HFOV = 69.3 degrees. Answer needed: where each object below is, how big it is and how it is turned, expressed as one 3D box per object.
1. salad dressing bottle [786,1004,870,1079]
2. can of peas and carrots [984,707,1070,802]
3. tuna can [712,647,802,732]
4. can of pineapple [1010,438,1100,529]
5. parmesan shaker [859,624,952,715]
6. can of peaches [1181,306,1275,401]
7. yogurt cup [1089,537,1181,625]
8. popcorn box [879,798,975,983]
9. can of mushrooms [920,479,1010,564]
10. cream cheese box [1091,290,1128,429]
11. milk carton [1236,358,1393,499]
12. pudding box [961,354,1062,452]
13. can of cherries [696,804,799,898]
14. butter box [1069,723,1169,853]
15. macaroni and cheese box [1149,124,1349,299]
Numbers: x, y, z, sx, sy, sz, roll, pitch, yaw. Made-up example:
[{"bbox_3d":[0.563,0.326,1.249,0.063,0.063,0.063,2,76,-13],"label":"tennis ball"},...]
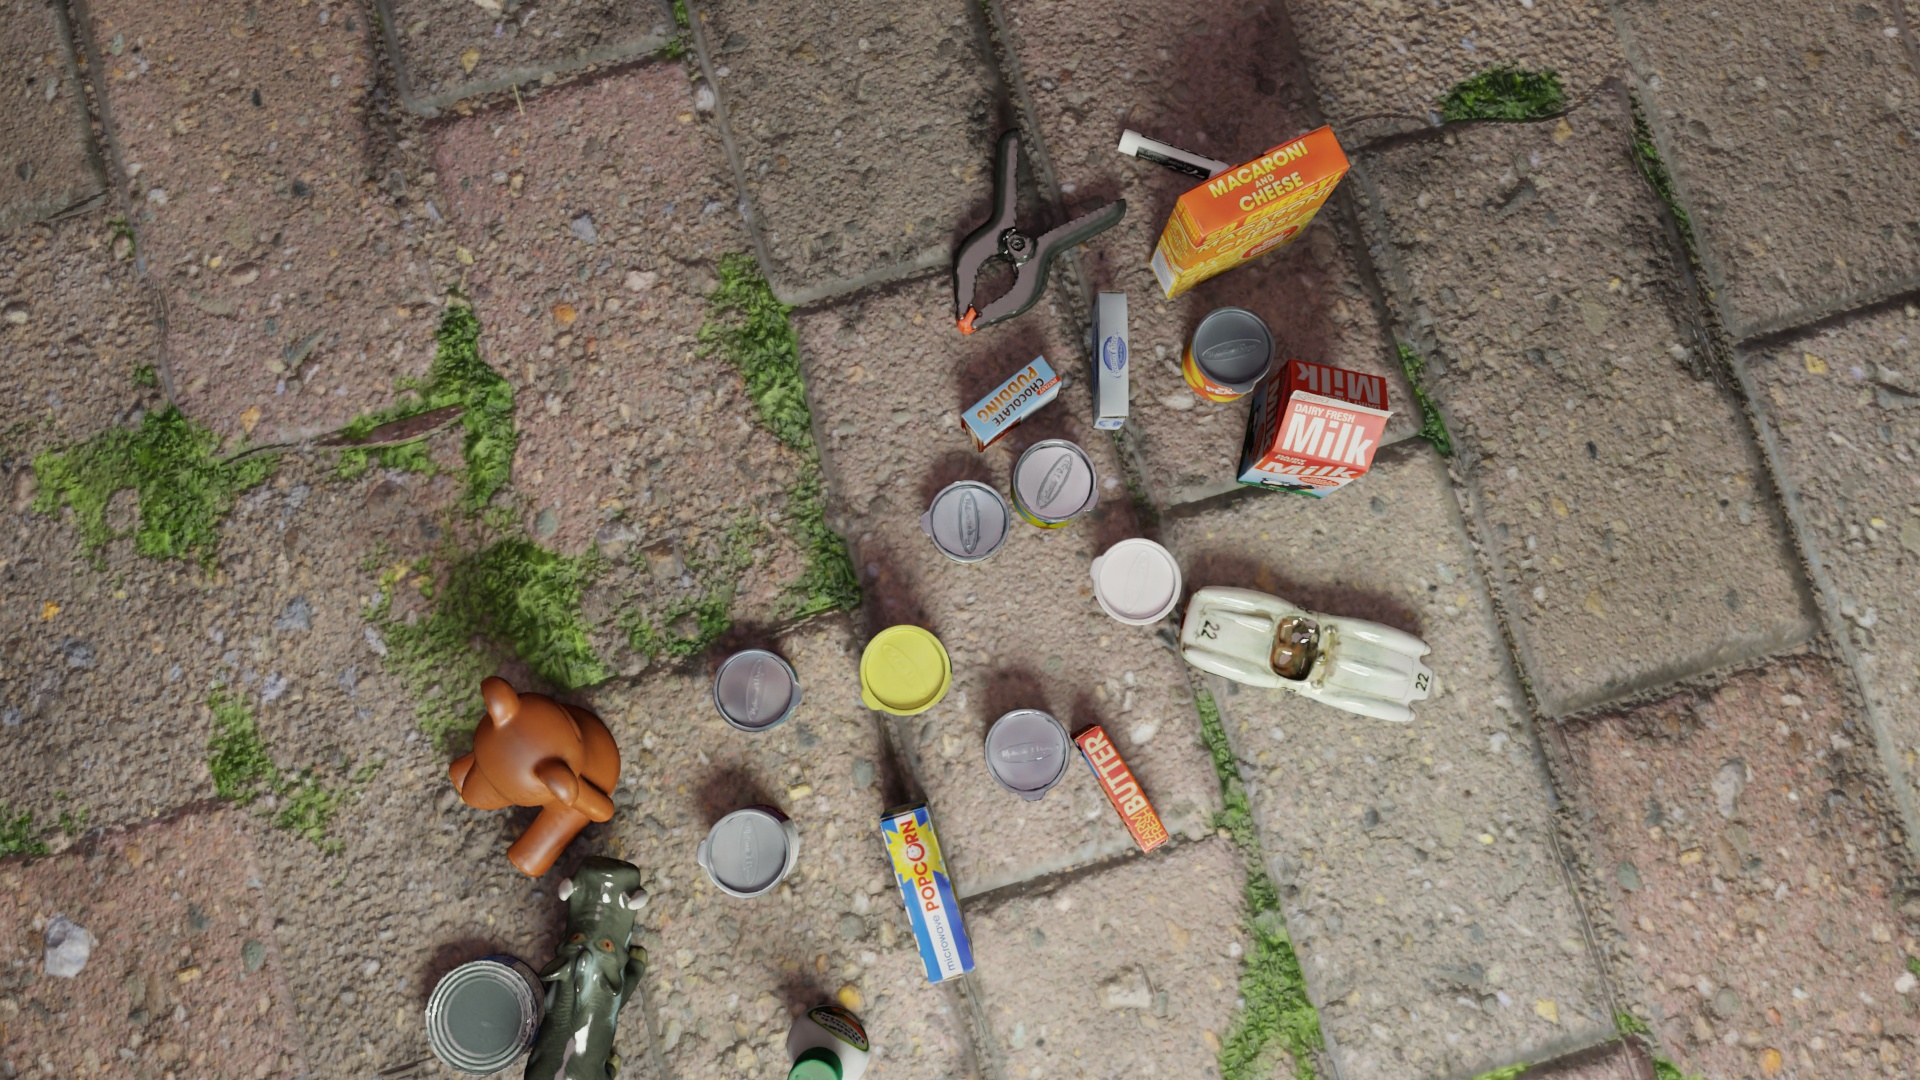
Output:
[{"bbox_3d":[-0.100,0.379,1.014,0.064,0.147,0.044,32,85,3],"label":"salad dressing bottle"},{"bbox_3d":[0.052,0.166,1.083,0.071,0.058,0.071,0,84,0],"label":"can of peas and carrots"},{"bbox_3d":[-0.159,0.119,1.103,0.071,0.033,0.071,0,83,0],"label":"tuna can"},{"bbox_3d":[0.075,-0.043,1.108,0.071,0.058,0.071,0,84,0],"label":"can of pineapple"},{"bbox_3d":[-0.043,0.102,1.069,0.071,0.103,0.071,0,84,0],"label":"parmesan shaker"},{"bbox_3d":[0.215,-0.147,1.120,0.071,0.058,0.071,0,84,0],"label":"can of peaches"},{"bbox_3d":[0.137,0.034,1.101,0.072,0.054,0.072,0,84,0],"label":"yogurt cup"},{"bbox_3d":[-0.025,0.264,1.059,0.038,0.085,0.127,-18,84,-2],"label":"popcorn box"},{"bbox_3d":[0.004,-0.014,1.117,0.071,0.033,0.071,0,83,0],"label":"can of mushrooms"},{"bbox_3d":[0.121,-0.144,1.122,0.024,0.053,0.104,0,83,0],"label":"cream cheese box"},{"bbox_3d":[0.265,-0.085,1.046,0.072,0.190,0.073,12,84,2],"label":"milk carton"},{"bbox_3d":[0.041,-0.109,1.120,0.084,0.049,0.030,-38,85,-4],"label":"pudding box"},{"bbox_3d":[-0.163,0.238,1.076,0.071,0.058,0.071,0,84,0],"label":"can of cherries"},{"bbox_3d":[0.124,0.192,1.083,0.024,0.053,0.103,-32,84,-3],"label":"butter box"},{"bbox_3d":[0.218,-0.251,1.078,0.124,0.166,0.040,-26,84,-2],"label":"macaroni and cheese box"}]
